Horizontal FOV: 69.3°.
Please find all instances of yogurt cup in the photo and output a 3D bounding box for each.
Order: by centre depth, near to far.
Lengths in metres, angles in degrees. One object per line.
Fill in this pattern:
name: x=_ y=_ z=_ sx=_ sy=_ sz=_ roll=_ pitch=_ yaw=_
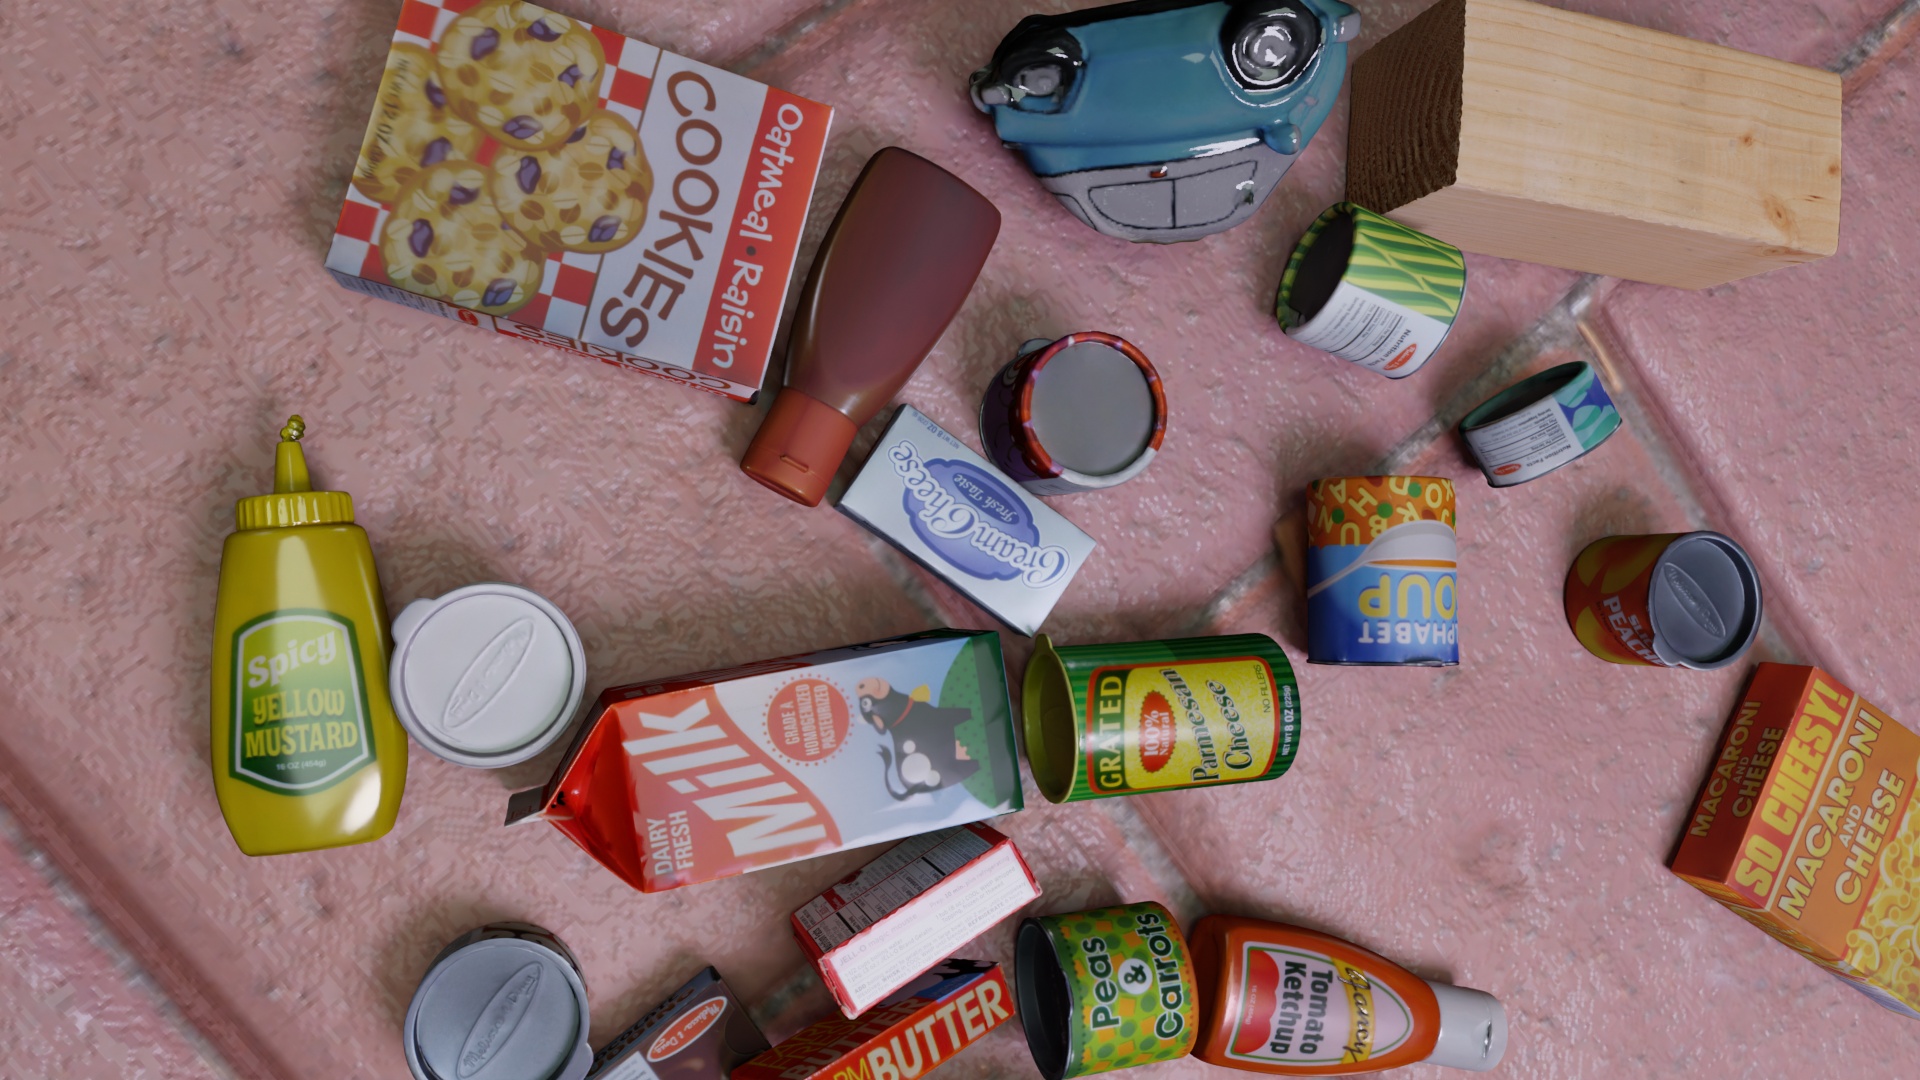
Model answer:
yogurt cup: x=-0.178 y=0.050 z=0.527 sx=0.072 sy=0.054 sz=0.072 roll=1 pitch=87 yaw=-16

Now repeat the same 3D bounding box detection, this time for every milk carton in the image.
milk carton: x=-0.079 y=0.085 z=0.545 sx=0.191 sy=0.072 sz=0.073 roll=-9 pitch=90 yaw=-16

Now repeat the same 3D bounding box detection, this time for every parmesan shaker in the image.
parmesan shaker: x=0.085 y=0.072 z=0.595 sx=0.103 sy=0.071 sz=0.071 roll=-3 pitch=88 yaw=-16

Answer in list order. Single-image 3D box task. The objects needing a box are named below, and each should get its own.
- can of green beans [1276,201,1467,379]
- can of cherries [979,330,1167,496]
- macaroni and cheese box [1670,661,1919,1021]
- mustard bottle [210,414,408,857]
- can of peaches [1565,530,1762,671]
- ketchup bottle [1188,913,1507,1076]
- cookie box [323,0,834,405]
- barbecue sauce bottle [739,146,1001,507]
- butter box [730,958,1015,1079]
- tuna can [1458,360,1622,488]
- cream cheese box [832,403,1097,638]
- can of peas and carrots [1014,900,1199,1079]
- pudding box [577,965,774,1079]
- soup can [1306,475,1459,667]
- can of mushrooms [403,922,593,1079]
can of green beans: x=0.186 y=-0.114 z=0.635 sx=0.058 sy=0.071 sz=0.071 roll=19 pitch=82 yaw=-14
can of cherries: x=0.047 y=-0.056 z=0.595 sx=0.071 sy=0.058 sz=0.071 roll=0 pitch=89 yaw=-16
macaroni and cheese box: x=0.458 y=0.156 z=0.713 sx=0.166 sy=0.040 sz=0.124 roll=31 pitch=79 yaw=-13
mustard bottle: x=-0.243 y=0.033 z=0.512 sx=0.065 sy=0.049 sz=0.160 roll=-6 pitch=89 yaw=-18
can of peaches: x=0.339 y=0.030 z=0.676 sx=0.071 sy=0.058 sz=0.071 roll=1 pitch=88 yaw=-16
ketchup bottle: x=0.173 y=0.211 z=0.626 sx=0.149 sy=0.043 sz=0.065 roll=14 pitch=83 yaw=-16
cookie box: x=-0.146 y=-0.137 z=0.554 sx=0.167 sy=0.040 sz=0.123 roll=15 pitch=83 yaw=-14
barbecue sauce bottle: x=-0.042 y=-0.086 z=0.580 sx=0.065 sy=0.043 sz=0.149 roll=29 pitch=80 yaw=-13
butter box: x=-0.033 y=0.197 z=0.544 sx=0.104 sy=0.053 sz=0.024 roll=-18 pitch=90 yaw=-40
tuna can: x=0.274 y=-0.056 z=0.658 sx=0.071 sy=0.071 sz=0.033 roll=-33 pitch=95 yaw=-15
cream cheese box: x=0.002 y=-0.007 z=0.597 sx=0.104 sy=0.024 sz=0.053 roll=35 pitch=83 yaw=-11
can of peas and carrots: x=0.061 y=0.187 z=0.581 sx=0.059 sy=0.071 sz=0.071 roll=-4 pitch=89 yaw=-17
pudding box: x=-0.117 y=0.216 z=0.549 sx=0.084 sy=0.030 sz=0.049 roll=-36 pitch=96 yaw=-15
soup can: x=0.192 y=0.014 z=0.627 sx=0.071 sy=0.071 sz=0.084 roll=1 pitch=87 yaw=-16
can of mushrooms: x=-0.174 y=0.184 z=0.532 sx=0.071 sy=0.033 sz=0.071 roll=1 pitch=86 yaw=-16
